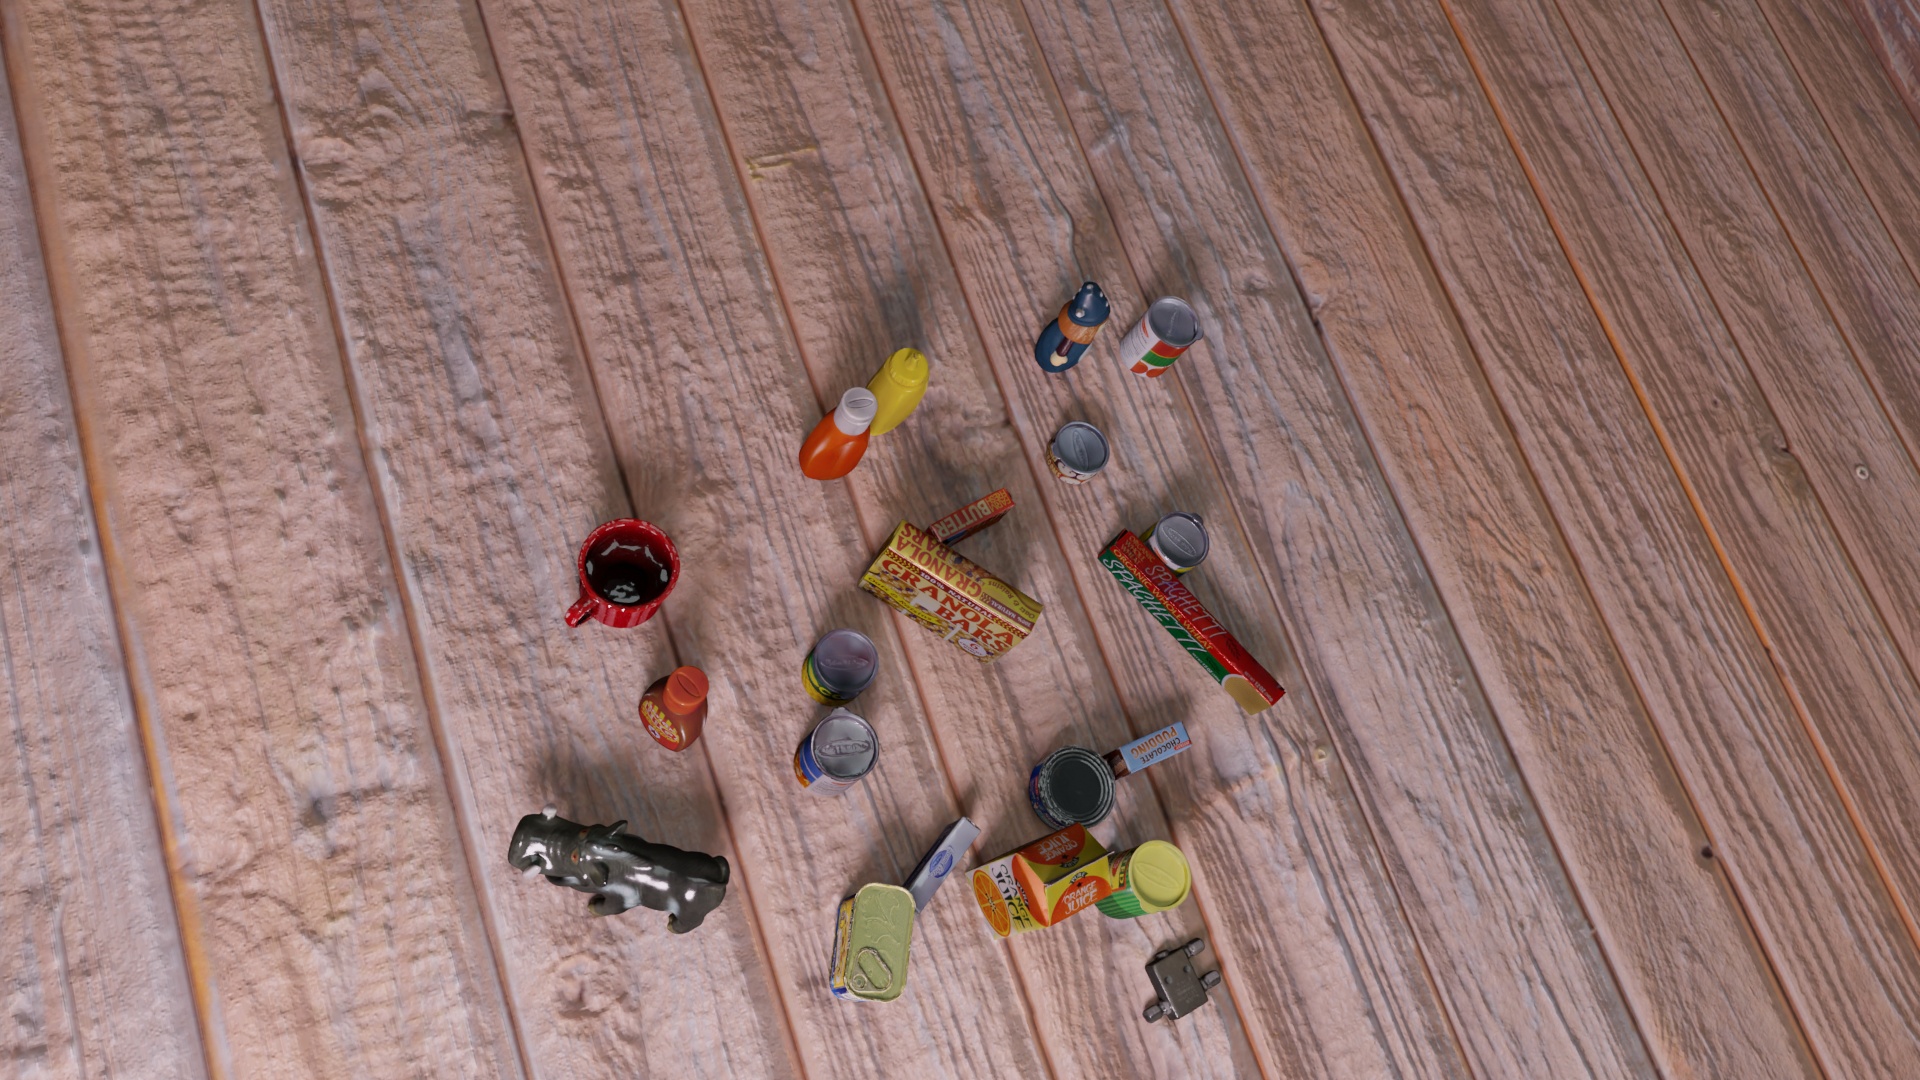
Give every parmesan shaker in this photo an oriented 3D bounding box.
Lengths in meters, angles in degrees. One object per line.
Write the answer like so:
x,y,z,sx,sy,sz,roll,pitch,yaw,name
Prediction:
0.174,0.339,1.372,0.071,0.102,0.071,7,68,-17,parmesan shaker

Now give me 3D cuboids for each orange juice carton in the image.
0.077,0.317,1.296,0.072,0.192,0.073,-20,78,-25,orange juice carton

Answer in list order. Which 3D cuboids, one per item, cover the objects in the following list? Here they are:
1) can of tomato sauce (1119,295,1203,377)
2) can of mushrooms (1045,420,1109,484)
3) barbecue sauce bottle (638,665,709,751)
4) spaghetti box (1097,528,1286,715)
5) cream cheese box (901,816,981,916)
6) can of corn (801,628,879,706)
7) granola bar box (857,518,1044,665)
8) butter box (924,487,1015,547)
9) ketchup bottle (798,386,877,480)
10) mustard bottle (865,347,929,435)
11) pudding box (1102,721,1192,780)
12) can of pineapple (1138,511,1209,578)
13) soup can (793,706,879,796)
0.235,-0.237,1.630,0.071,0.082,0.071,7,68,-17,can of tomato sauce
0.130,-0.099,1.566,0.071,0.033,0.071,7,68,-17,can of mushrooms
-0.258,0.149,1.268,0.065,0.148,0.044,48,63,2,barbecue sauce bottle
0.252,0.090,1.526,0.250,0.050,0.029,46,63,2,spaghetti box
-0.025,0.315,1.339,0.024,0.053,0.104,41,62,-1,cream cheese box
-0.120,0.129,1.375,0.071,0.058,0.071,7,68,-17,can of corn
-0.013,0.056,1.404,0.165,0.123,0.039,32,63,-6,granola bar box
0.005,-0.019,1.480,0.104,0.053,0.024,-28,81,-26,butter box
-0.120,-0.108,1.417,0.065,0.148,0.043,-11,74,-23,ketchup bottle
-0.065,-0.163,1.452,0.065,0.159,0.049,-35,85,-27,mustard bottle
0.195,0.221,1.455,0.084,0.049,0.030,-19,77,-25,pudding box
0.237,0.007,1.549,0.071,0.057,0.071,7,68,-17,can of pineapple
-0.120,0.203,1.332,0.071,0.083,0.071,7,68,-17,soup can
